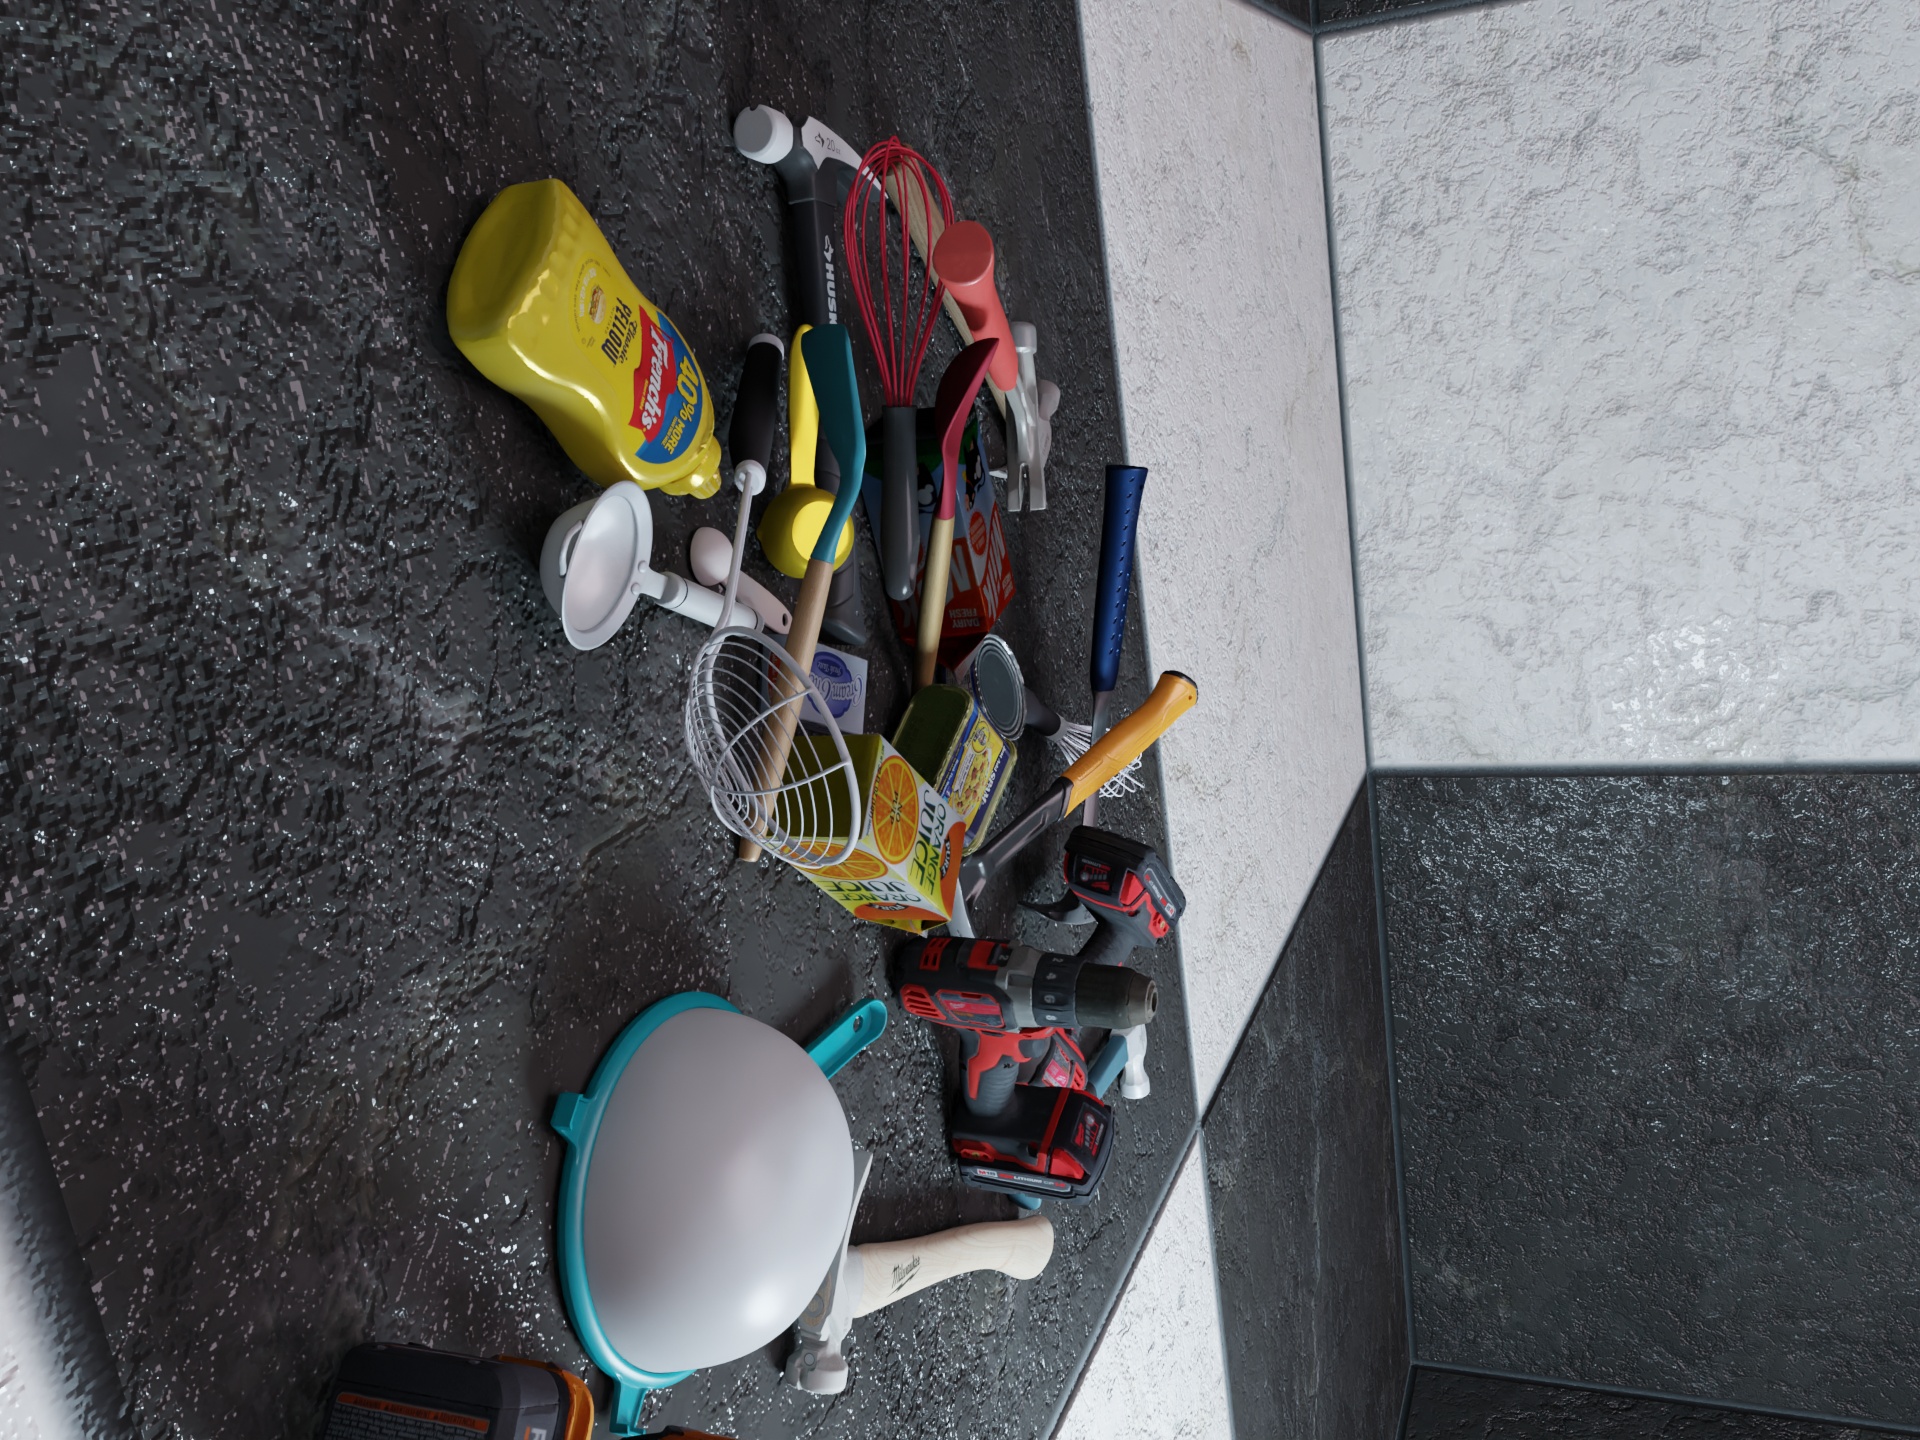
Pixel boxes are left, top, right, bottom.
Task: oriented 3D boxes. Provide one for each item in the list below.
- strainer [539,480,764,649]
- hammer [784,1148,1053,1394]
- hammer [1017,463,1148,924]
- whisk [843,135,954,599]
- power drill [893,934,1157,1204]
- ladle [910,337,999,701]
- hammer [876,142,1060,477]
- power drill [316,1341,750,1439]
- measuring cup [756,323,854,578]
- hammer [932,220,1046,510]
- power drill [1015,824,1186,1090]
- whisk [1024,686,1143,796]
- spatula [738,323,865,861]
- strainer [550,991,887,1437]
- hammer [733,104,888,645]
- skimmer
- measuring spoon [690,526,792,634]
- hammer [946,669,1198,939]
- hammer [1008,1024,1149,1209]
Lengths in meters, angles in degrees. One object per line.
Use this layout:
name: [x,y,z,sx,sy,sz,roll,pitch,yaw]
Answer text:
strainer: [-0.162,-0.071,0.851,0.087,0.050,0.258,-71,161,-1]
hammer: [-0.010,0.382,1.166,0.410,0.038,0.146,30,67,-64]
hammer: [0.119,-0.016,1.375,0.144,0.035,0.405,-12,111,-51]
whisk: [-0.040,-0.225,1.036,0.073,0.073,0.295,-30,123,-64]
power drill: [0.061,0.252,1.168,0.080,0.188,0.226,-62,147,-47]
ladle: [-0.013,-0.120,1.075,0.069,0.031,0.315,-61,166,-45]
hammer: [0.009,-0.317,1.270,0.331,0.031,0.130,56,39,-51]
power drill: [-0.169,0.334,0.697,0.226,0.164,0.084,40,52,-44]
measuring cup: [-0.092,-0.165,0.981,0.062,0.029,0.156,-4,100,-31]
hammer: [0.026,-0.250,1.107,0.359,0.037,0.149,21,66,-82]
power drill: [0.094,0.206,1.321,0.220,0.079,0.143,-59,140,-19]
whisk: [0.097,0.015,1.426,0.284,0.070,0.070,31,61,-58]
spatula: [-0.099,-0.072,0.942,0.044,0.082,0.317,12,93,-26]
strainer: [-0.093,0.240,0.921,0.340,0.095,0.211,-31,117,-62]
hammer: [-0.086,-0.216,1.041,0.146,0.035,0.335,-15,103,-65]
skimmer: [-0.092,-0.087,0.868,0.127,0.090,0.364,107,-12,-49]
measuring spoon: [-0.125,-0.080,0.962,0.124,0.018,0.034,43,50,-60]
hammer: [0.097,0.060,1.311,0.337,0.034,0.127,-38,126,-37]
hammer: [0.113,0.353,1.466,0.331,0.033,0.128,-32,119,-63]
